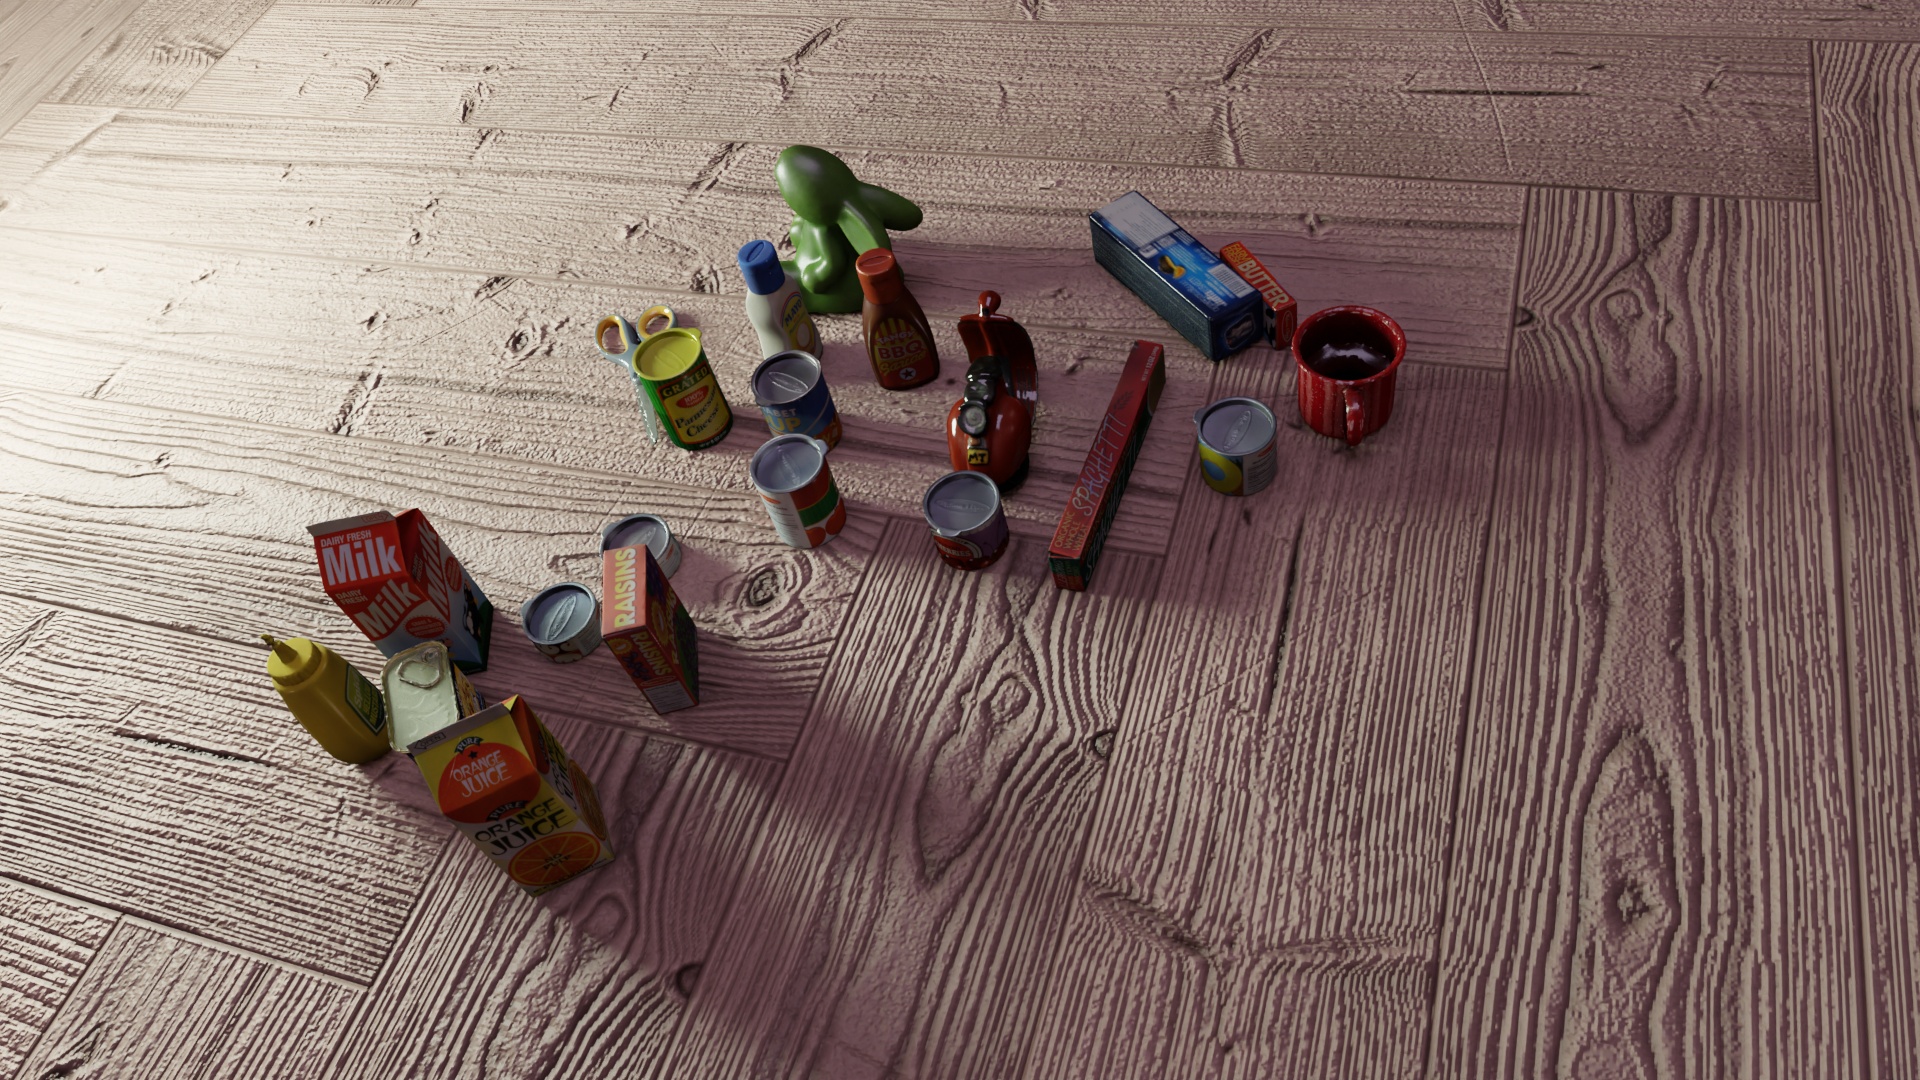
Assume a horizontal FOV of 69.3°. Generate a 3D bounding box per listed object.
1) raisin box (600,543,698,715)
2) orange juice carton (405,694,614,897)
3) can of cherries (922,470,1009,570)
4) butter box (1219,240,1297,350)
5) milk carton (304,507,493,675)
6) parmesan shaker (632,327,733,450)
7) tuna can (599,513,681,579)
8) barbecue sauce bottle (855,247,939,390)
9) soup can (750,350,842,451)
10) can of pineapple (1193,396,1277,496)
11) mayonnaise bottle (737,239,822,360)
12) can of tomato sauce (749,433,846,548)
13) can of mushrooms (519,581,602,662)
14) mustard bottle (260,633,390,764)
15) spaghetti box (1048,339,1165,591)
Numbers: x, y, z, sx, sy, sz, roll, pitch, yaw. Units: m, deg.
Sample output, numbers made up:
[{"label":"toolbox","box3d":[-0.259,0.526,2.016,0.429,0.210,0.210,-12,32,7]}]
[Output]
[{"label":"raisin box","box3d":[-0.253,0.073,1.135,0.040,0.122,0.086,-13,52,3]},{"label":"orange juice carton","box3d":[-0.330,0.182,1.025,0.072,0.191,0.073,-24,52,-6]},{"label":"can of cherries","box3d":[0.004,-0.015,1.187,0.071,0.058,0.072,-6,52,8]},{"label":"butter box","box3d":[0.277,-0.229,1.294,0.024,0.053,0.104,-25,52,-6]},{"label":"milk carton","box3d":[-0.468,0.038,1.167,0.072,0.189,0.074,-12,52,4]},{"label":"parmesan shaker","box3d":[-0.259,-0.143,1.316,0.071,0.102,0.071,-6,52,8]},{"label":"tuna can","box3d":[-0.289,0.010,1.250,0.071,0.032,0.071,-6,52,8]},{"label":"barbecue sauce bottle","box3d":[-0.063,-0.205,1.291,0.065,0.147,0.044,-13,52,3]},{"label":"soup can","box3d":[-0.153,-0.123,1.289,0.071,0.083,0.072,-6,52,8]},{"label":"can of pineapple","box3d":[0.236,-0.081,1.187,0.071,0.057,0.071,-6,52,8]},{"label":"mayonnaise bottle","box3d":[-0.174,-0.220,1.327,0.041,0.147,0.065,15,58,23]},{"label":"can of tomato sauce","box3d":[-0.140,-0.044,1.226,0.071,0.082,0.071,-6,52,8]},{"label":"can of mushrooms","box3d":[-0.347,0.071,1.215,0.071,0.033,0.071,-6,52,8]},{"label":"mustard bottle","box3d":[-0.520,0.122,1.134,0.049,0.159,0.065,-18,52,-1]},{"label":"spaghetti box","box3d":[0.130,-0.068,1.205,0.029,0.050,0.251,11,56,20]}]
